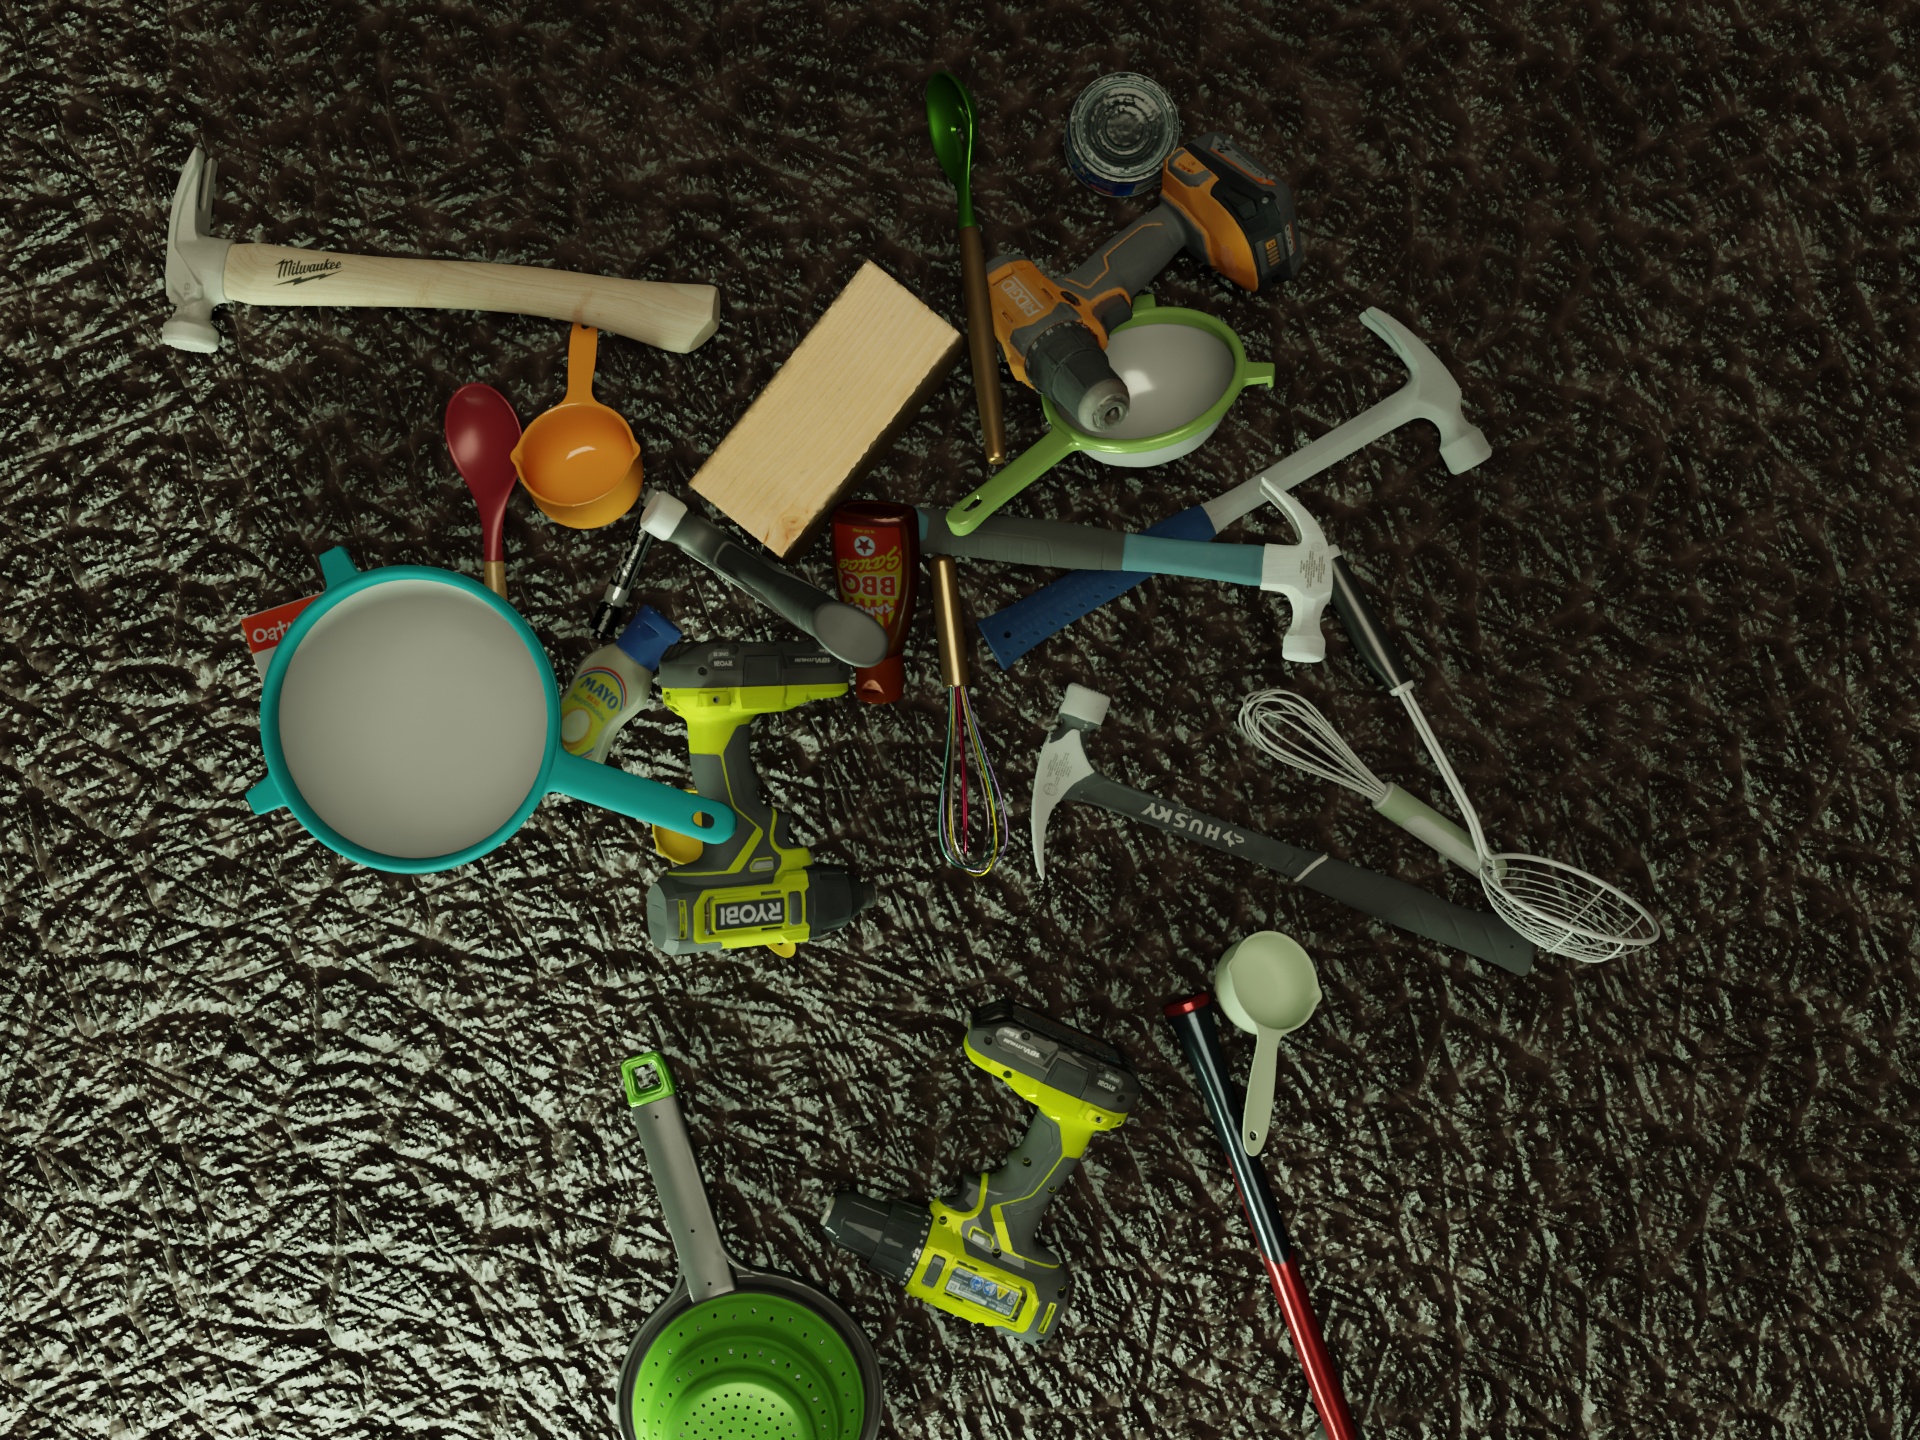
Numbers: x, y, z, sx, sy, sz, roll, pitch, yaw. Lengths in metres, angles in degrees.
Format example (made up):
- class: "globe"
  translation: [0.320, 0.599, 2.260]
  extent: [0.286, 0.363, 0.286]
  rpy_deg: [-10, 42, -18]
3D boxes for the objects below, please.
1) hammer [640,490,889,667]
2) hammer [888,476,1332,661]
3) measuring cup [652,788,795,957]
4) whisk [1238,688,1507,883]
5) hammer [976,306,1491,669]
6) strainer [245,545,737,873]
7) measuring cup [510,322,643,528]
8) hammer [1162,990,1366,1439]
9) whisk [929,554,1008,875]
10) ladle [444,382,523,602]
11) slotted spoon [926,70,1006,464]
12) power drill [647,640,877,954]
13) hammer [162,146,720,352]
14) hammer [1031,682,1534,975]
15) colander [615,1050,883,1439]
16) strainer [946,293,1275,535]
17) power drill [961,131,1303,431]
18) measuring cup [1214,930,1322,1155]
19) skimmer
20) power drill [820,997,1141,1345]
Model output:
- class: "hammer"
  translation: [-0.115, -0.084, 1.062]
  extent: [0.146, 0.335, 0.035]
  rpy_deg: [32, 90, -27]
- class: "hammer"
  translation: [0.106, -0.124, 1.170]
  extent: [0.331, 0.033, 0.128]
  rpy_deg: [7, 84, 7]
- class: "measuring cup"
  translation: [-0.177, 0.118, 1.214]
  extent: [0.062, 0.029, 0.156]
  rpy_deg: [-38, 104, -9]
- class: "whisk"
  translation: [0.315, 0.053, 1.209]
  extent: [0.246, 0.059, 0.057]
  rpy_deg: [33, 129, -6]
- class: "hammer"
  translation: [0.194, -0.163, 1.207]
  extent: [0.405, 0.035, 0.144]
  rpy_deg: [-30, 92, 0]
- class: "strainer"
  translation: [-0.313, 0.018, 1.125]
  extent: [0.340, 0.095, 0.211]
  rpy_deg: [18, 93, 2]
- class: "measuring cup"
  translation: [-0.281, -0.224, 1.195]
  extent: [0.095, 0.052, 0.174]
  rpy_deg: [-3, 66, 1]
- class: "hammer"
  translation: [0.234, 0.390, 1.176]
  extent: [0.038, 0.143, 0.386]
  rpy_deg: [-20, 87, -1]
- class: "whisk"
  translation: [-0.004, -0.004, 1.205]
  extent: [0.051, 0.047, 0.245]
  rpy_deg: [-6, 87, -13]
- class: "ladle"
  translation: [-0.350, -0.094, 1.200]
  extent: [0.069, 0.031, 0.315]
  rpy_deg: [-1, 94, 22]
- class: "slotted spoon"
  translation: [0.009, -0.330, 1.151]
  extent: [0.031, 0.070, 0.314]
  rpy_deg: [-1, 73, -19]
- class: "power drill"
  translation: [-0.143, 0.053, 1.172]
  extent: [0.171, 0.080, 0.223]
  rpy_deg: [-3, 94, -28]
- class: "hammer"
  translation: [-0.383, -0.333, 1.180]
  extent: [0.410, 0.038, 0.146]
  rpy_deg: [5, 90, 2]
- class: "hammer"
  translation: [0.247, 0.111, 1.214]
  extent: [0.409, 0.036, 0.149]
  rpy_deg: [21, 92, -2]
- class: "colander"
  translation: [-0.185, 0.444, 1.180]
  extent: [0.204, 0.094, 0.397]
  rpy_deg: [-17, 92, -1]
- class: "strainer"
  translation: [0.099, -0.200, 1.164]
  extent: [0.256, 0.069, 0.152]
  rpy_deg: [-38, 51, -11]
- class: "power drill"
  translation: [0.133, -0.309, 1.143]
  extent: [0.226, 0.084, 0.186]
  rpy_deg: [-31, 50, -1]
- class: "measuring cup"
  translation: [0.219, 0.241, 1.184]
  extent: [0.083, 0.038, 0.168]
  rpy_deg: [19, 66, -16]
- class: "skimmer"
  translation: [0.382, 0.016, 1.176]
  extent: [0.090, 0.127, 0.363]
  rpy_deg: [-33, 81, 33]
- class: "power drill"
  translation: [0.018, 0.332, 1.193]
  extent: [0.190, 0.080, 0.228]
  rpy_deg: [24, 93, -2]
